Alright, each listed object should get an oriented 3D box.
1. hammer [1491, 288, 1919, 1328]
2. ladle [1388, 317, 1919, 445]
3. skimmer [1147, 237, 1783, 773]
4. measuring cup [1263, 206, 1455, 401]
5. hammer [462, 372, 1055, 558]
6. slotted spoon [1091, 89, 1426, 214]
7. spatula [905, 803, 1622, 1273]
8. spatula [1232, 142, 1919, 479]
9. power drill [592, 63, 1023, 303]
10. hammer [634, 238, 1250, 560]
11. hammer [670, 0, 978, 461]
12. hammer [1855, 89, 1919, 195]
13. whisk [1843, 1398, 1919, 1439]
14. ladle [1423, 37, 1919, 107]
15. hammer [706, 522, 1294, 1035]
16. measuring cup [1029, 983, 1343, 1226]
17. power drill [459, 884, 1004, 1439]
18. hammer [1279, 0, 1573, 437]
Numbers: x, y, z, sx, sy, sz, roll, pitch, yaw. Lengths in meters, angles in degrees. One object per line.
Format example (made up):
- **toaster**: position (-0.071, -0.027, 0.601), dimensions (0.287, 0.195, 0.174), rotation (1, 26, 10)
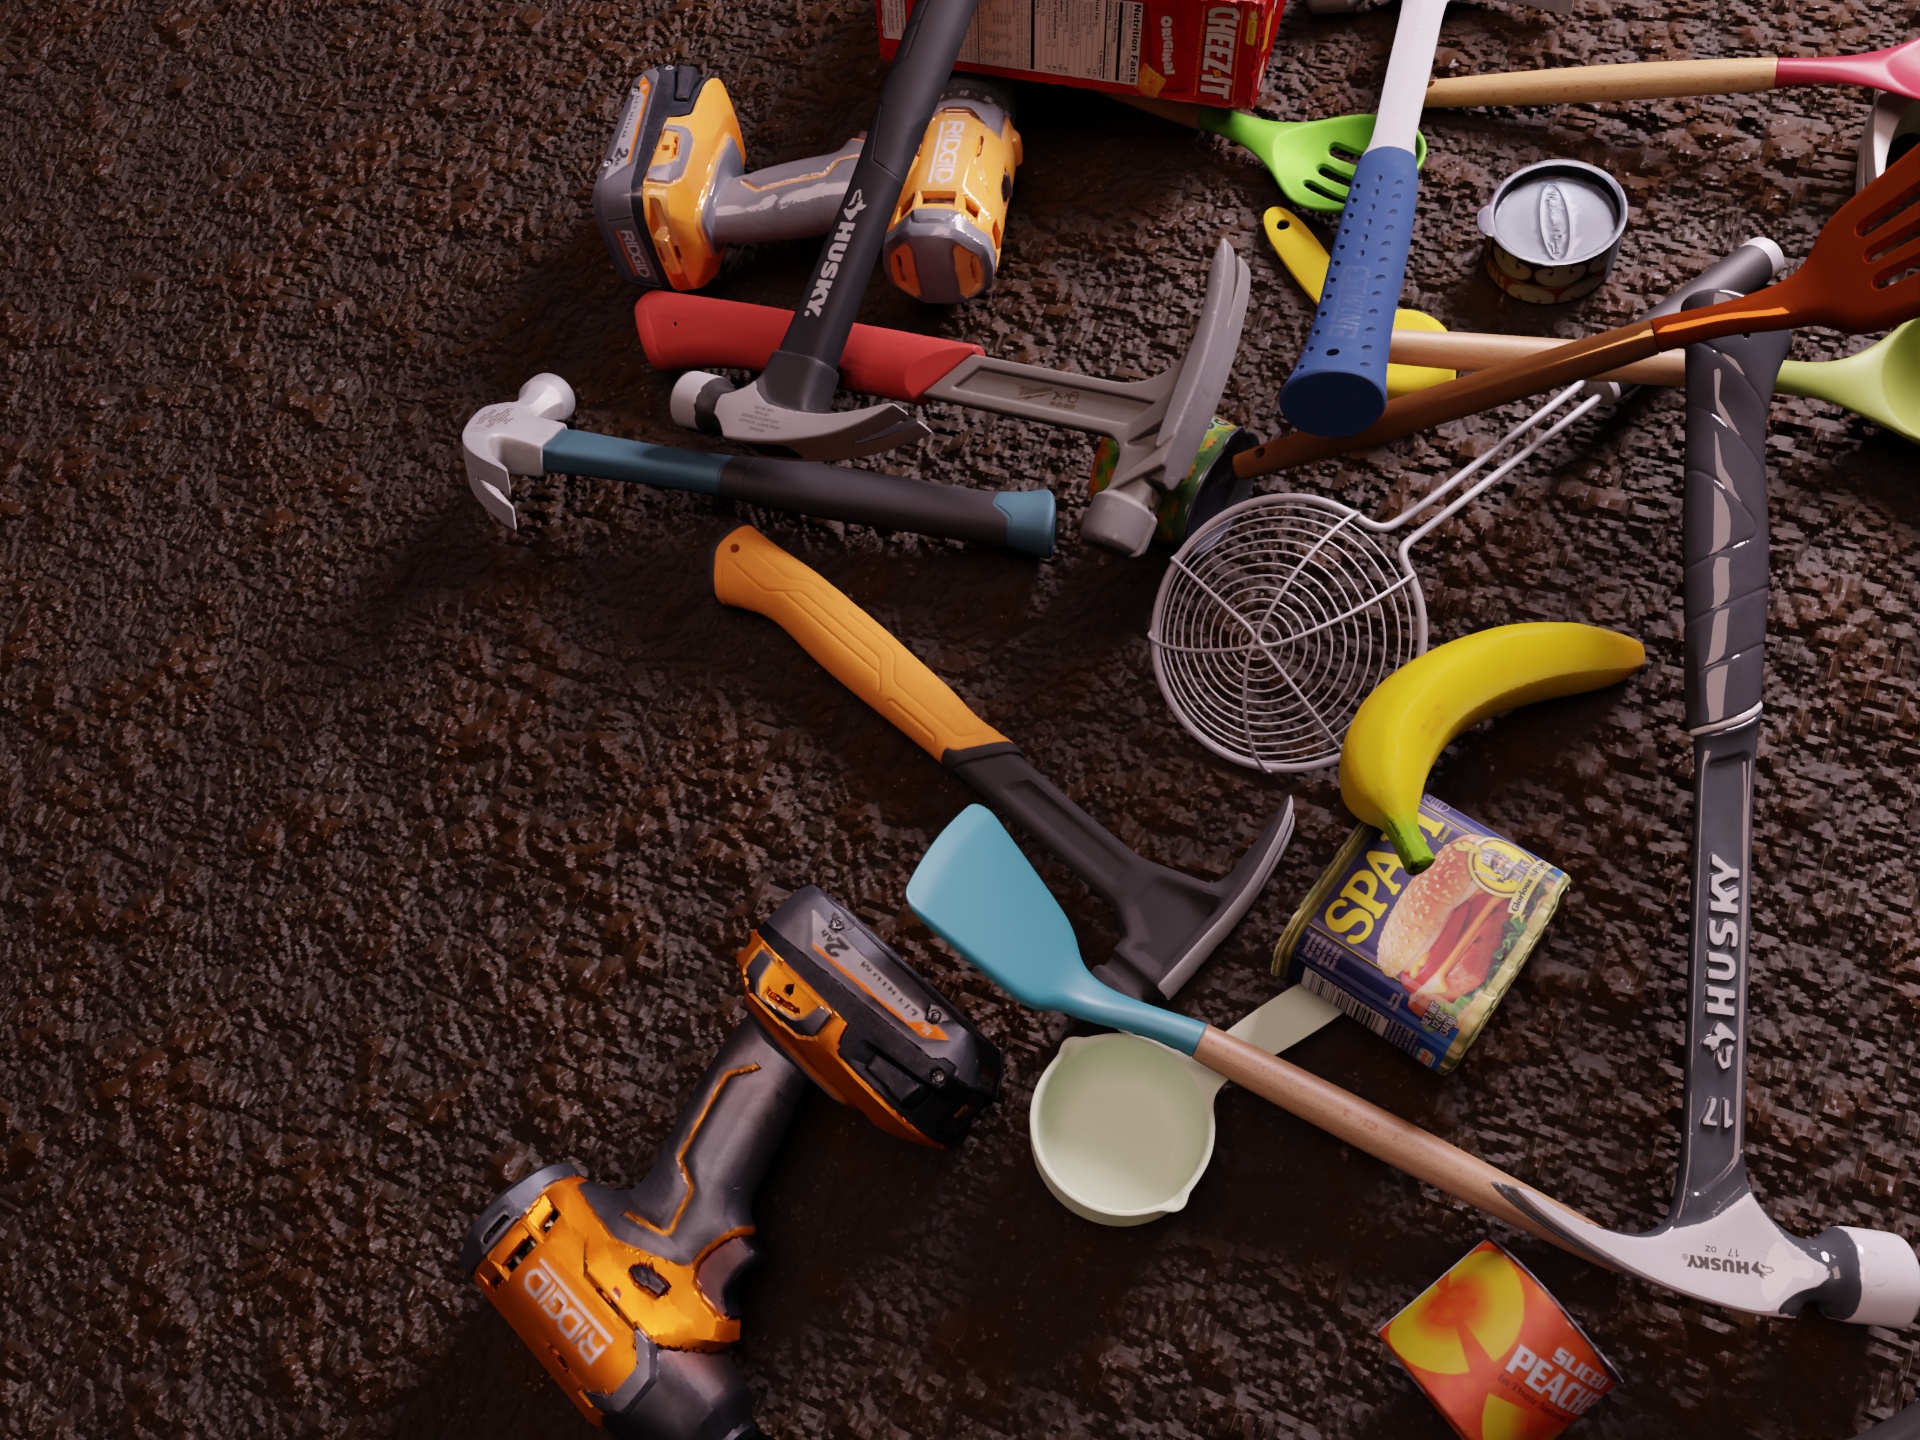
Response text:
- **hammer**: position (0.298, 0.019, 0.633), dimensions (0.149, 0.036, 0.409), rotation (7, 77, 1)
- **ladle**: position (0.328, -0.162, 0.705), dimensions (0.320, 0.062, 0.078), rotation (4, 74, -1)
- **skimmer**: position (0.249, -0.114, 0.758), dimensions (0.363, 0.090, 0.127), rotation (-36, 77, -15)
- **measuring cup**: position (0.198, -0.218, 0.818), dimensions (0.062, 0.029, 0.157), rotation (-28, 65, 1)
- **hammer**: position (-0.108, -0.127, 0.835), dimensions (0.331, 0.033, 0.128), rotation (10, 36, 13)
- **slotted spoon**: position (0.119, -0.352, 0.900), dimensions (0.314, 0.031, 0.070), rotation (32, 78, 26)
- **spatula**: position (0.124, 0.135, 0.644), dimensions (0.317, 0.044, 0.082), rotation (26, 33, 10)
- **spatula**: position (0.262, -0.157, 0.663), dimensions (0.322, 0.041, 0.081), rotation (-15, 63, 28)
- **power drill**: position (-0.076, -0.325, 0.910), dimensions (0.226, 0.084, 0.185), rotation (4, 62, 12)
- **hammer**: position (-0.031, -0.191, 0.816), dimensions (0.359, 0.036, 0.149), rotation (20, 87, 34)
- **hammer**: position (-0.031, -0.288, 0.800), dimensions (0.146, 0.035, 0.335), rotation (19, 87, 34)
- **hammer**: position (0.535, -0.191, 0.719), dimensions (0.130, 0.031, 0.332), rotation (-25, 63, 2)
- **whisk**: position (0.300, 0.275, 0.559), dimensions (0.296, 0.073, 0.073), rotation (-27, 63, -4)
- **ladle**: position (0.380, -0.323, 0.798), dimensions (0.315, 0.031, 0.069), rotation (8, 58, 28)
- **hammer**: position (-0.001, -0.002, 0.771), dimensions (0.337, 0.034, 0.127), rotation (39, 81, 26)
- **measuring cup**: position (0.105, 0.154, 0.681), dimensions (0.167, 0.038, 0.083), rotation (-27, 63, -17)
- **power drill**: position (-0.086, 0.203, 0.679), dimensions (0.164, 0.084, 0.226), rotation (40, 84, 23)
- **hammer**: position (0.214, -0.276, 0.768), dimensions (0.144, 0.035, 0.406), rotation (6, 50, 18)
